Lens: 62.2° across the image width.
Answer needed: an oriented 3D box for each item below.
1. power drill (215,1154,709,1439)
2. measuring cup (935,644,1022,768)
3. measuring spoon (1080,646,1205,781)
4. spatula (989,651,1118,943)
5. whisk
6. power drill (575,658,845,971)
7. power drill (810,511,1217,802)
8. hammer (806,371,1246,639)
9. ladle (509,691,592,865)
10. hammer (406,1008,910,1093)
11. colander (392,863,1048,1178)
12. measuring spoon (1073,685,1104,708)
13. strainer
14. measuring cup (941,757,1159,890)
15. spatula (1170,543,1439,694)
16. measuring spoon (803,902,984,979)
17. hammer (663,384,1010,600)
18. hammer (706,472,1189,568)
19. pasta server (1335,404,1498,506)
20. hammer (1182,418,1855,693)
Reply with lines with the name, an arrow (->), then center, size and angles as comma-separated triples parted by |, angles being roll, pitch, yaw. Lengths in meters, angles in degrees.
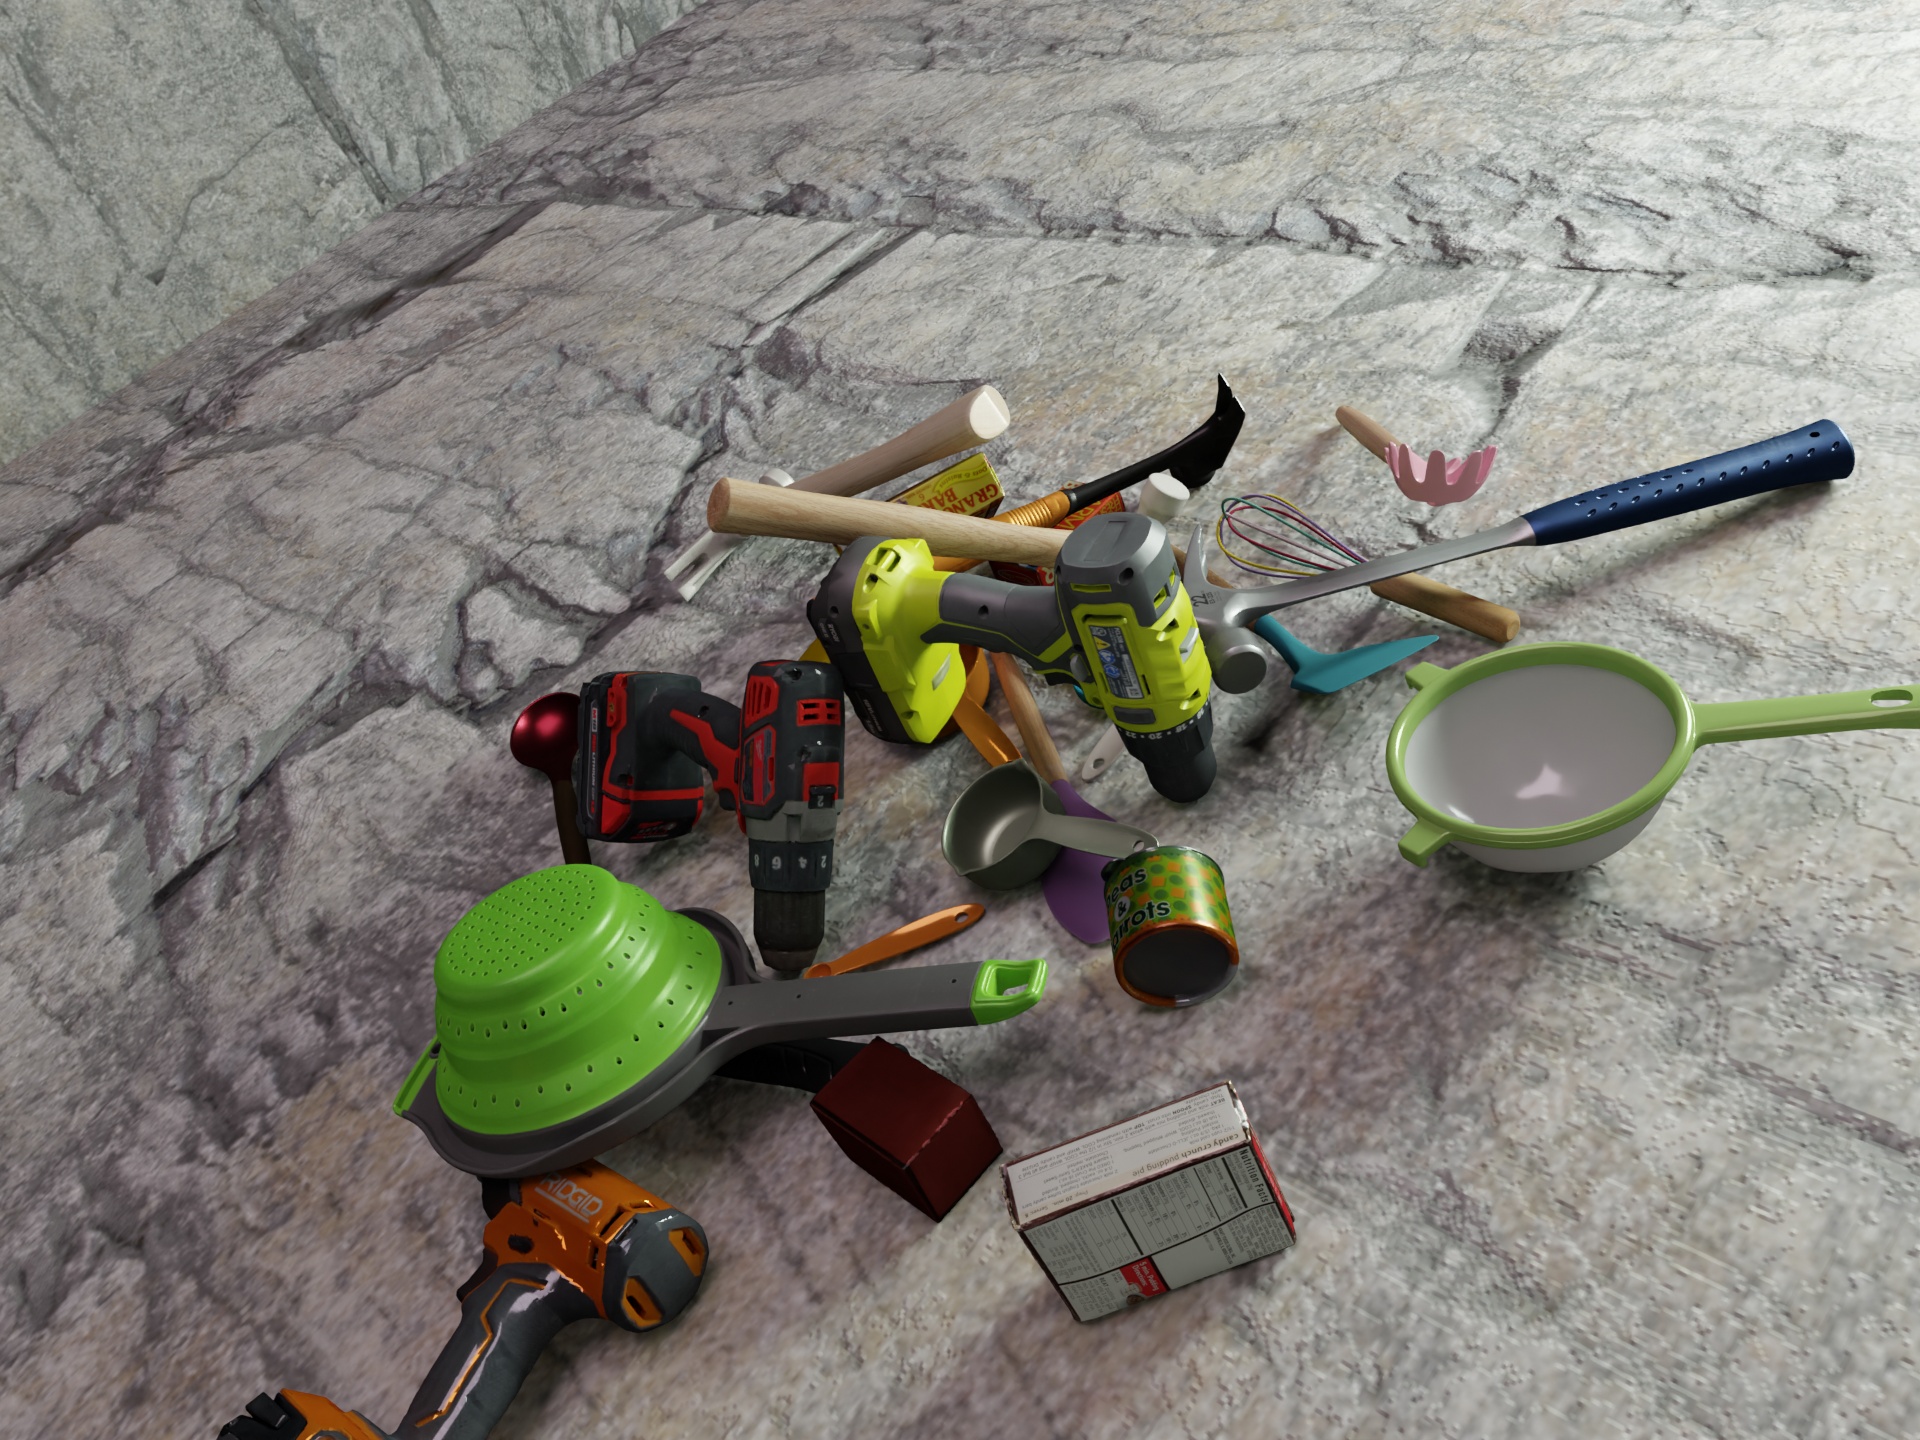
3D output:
power drill -> -0.256, 0.315, 0.808 | 0.164, 0.084, 0.226 | 14, 48, 41
measuring cup -> -0.002, -0.003, 1.071 | 0.095, 0.052, 0.174 | -32, 52, -11
measuring spoon -> 0.119, -0.003, 1.027 | 0.034, 0.018, 0.124 | 25, 66, 44
spatula -> 0.054, 0.029, 1.018 | 0.060, 0.018, 0.316 | -30, 37, 8
whisk -> 0.259, -0.103, 1.040 | 0.047, 0.051, 0.245 | -35, 40, -22
power drill -> -0.156, 0.053, 1.021 | 0.080, 0.188, 0.227 | -1, 3, -43
power drill -> 0.041, -0.033, 0.952 | 0.228, 0.190, 0.080 | 5, 45, 32
hammer -> 0.046, -0.141, 1.120 | 0.337, 0.127, 0.034 | -26, 77, -11
ladle -> -0.284, 0.060, 1.147 | 0.069, 0.031, 0.316 | -29, 31, -4
hammer -> -0.176, 0.186, 0.951 | 0.335, 0.035, 0.146 | 1, 45, 31
colander -> -0.151, 0.135, 0.863 | 0.397, 0.094, 0.205 | -9, 31, 22
measuring spoon -> 0.069, -0.033, 1.080 | 0.042, 0.021, 0.129 | -32, 36, -27
strainer -> 0.351, 0.024, 0.808 | 0.256, 0.069, 0.152 | -7, 38, 23
measuring cup -> 0.059, 0.071, 0.927 | 0.168, 0.038, 0.083 | 7, 62, 48
spatula -> 0.187, -0.083, 1.055 | 0.082, 0.044, 0.318 | -26, 35, -13
measuring spoon -> -0.039, 0.137, 0.953 | 0.117, 0.011, 0.021 | -23, 37, -1
hammer -> -0.098, -0.177, 1.222 | 0.146, 0.038, 0.411 | -49, 20, -26
hammer -> -0.008, -0.120, 1.042 | 0.331, 0.130, 0.031 | 3, 40, -31
pasta server -> 0.284, -0.186, 1.048 | 0.060, 0.040, 0.316 | 2, 20, 1
hammer -> 0.332, -0.116, 0.969 | 0.405, 0.035, 0.144 | -15, 36, 1
